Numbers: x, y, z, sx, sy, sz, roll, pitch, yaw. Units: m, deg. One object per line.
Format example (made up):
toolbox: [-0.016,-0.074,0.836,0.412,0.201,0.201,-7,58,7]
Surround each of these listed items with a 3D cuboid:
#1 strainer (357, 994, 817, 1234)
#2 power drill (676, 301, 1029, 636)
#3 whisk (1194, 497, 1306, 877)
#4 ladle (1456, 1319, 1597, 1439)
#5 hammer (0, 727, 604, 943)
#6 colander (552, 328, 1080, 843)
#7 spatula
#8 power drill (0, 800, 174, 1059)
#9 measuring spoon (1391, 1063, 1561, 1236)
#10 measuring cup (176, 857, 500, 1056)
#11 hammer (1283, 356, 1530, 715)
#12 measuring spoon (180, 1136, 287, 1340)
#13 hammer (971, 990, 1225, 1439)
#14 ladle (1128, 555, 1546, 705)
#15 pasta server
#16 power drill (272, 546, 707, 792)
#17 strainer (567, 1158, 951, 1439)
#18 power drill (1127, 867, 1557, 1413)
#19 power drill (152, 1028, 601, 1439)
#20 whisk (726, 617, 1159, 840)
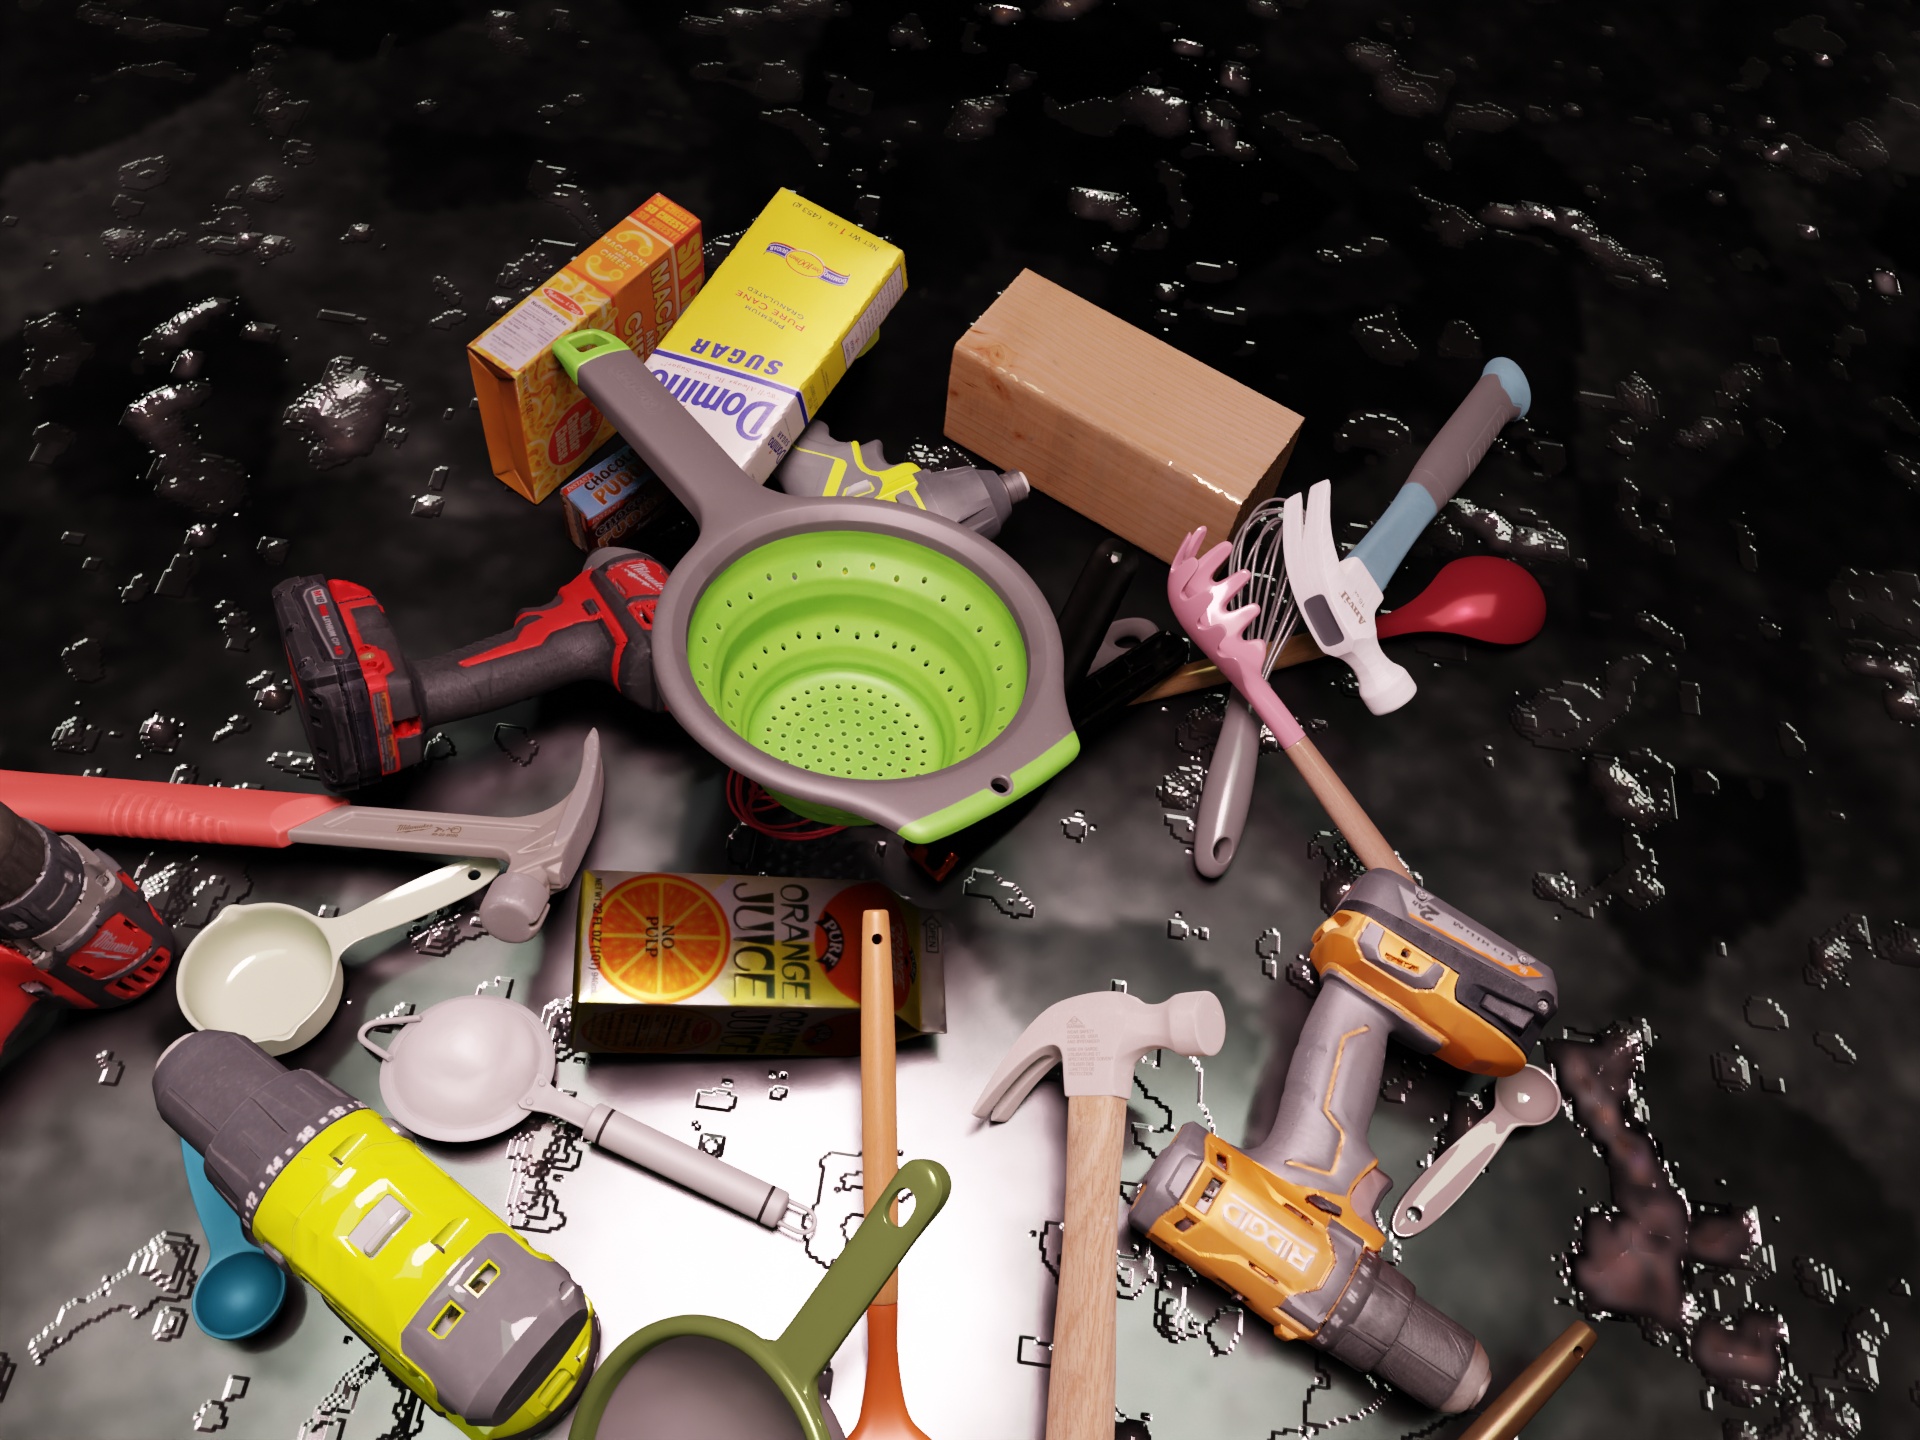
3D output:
strainer: [-0.188,0.197,0.801,0.258,0.050,0.087,24,46,4]
power drill: [-0.073,-0.178,0.996,0.171,0.080,0.223,-25,68,-8]
whisk: [0.170,-0.022,0.941,0.055,0.055,0.239,14,74,2]
ladle: [0.185,0.384,0.706,0.320,0.062,0.078,-37,95,-18]
hammer: [-0.379,0.046,0.853,0.359,0.036,0.149,4,35,2]
colander: [-0.105,-0.068,0.853,0.204,0.094,0.397,-28,61,-29]
spatula: [-0.036,0.252,0.752,0.081,0.041,0.323,-1,82,-7]
power drill: [-0.481,0.140,0.719,0.080,0.187,0.227,34,67,14]
measuring spoon: [0.272,0.231,0.847,0.124,0.018,0.034,-39,62,-17]
measuring cup: [-0.319,0.118,0.834,0.167,0.038,0.083,-26,65,-24]
hammer: [0.296,-0.144,1.007,0.128,0.033,0.331,53,49,-11]
measuring spoon: [-0.357,0.242,0.773,0.042,0.021,0.129,-22,56,-16]
hammer: [0.056,0.294,0.749,0.130,0.031,0.331,-11,63,36]
ladle: [0.230,-0.050,0.995,0.315,0.031,0.069,-15,62,-12]
pasta server: [0.210,0.031,0.894,0.316,0.040,0.060,55,34,5]
power drill: [-0.258,-0.044,0.892,0.219,0.078,0.143,-14,39,-24]
strainer: [-0.070,0.294,0.694,0.152,0.069,0.256,38,98,31]
power drill: [0.218,0.213,0.807,0.185,0.084,0.226,33,71,12]
power drill: [-0.237,0.222,0.669,0.190,0.228,0.080,34,63,13]
whisk: [-0.001,-0.003,0.927,0.296,0.073,0.073,-23,65,-25]
